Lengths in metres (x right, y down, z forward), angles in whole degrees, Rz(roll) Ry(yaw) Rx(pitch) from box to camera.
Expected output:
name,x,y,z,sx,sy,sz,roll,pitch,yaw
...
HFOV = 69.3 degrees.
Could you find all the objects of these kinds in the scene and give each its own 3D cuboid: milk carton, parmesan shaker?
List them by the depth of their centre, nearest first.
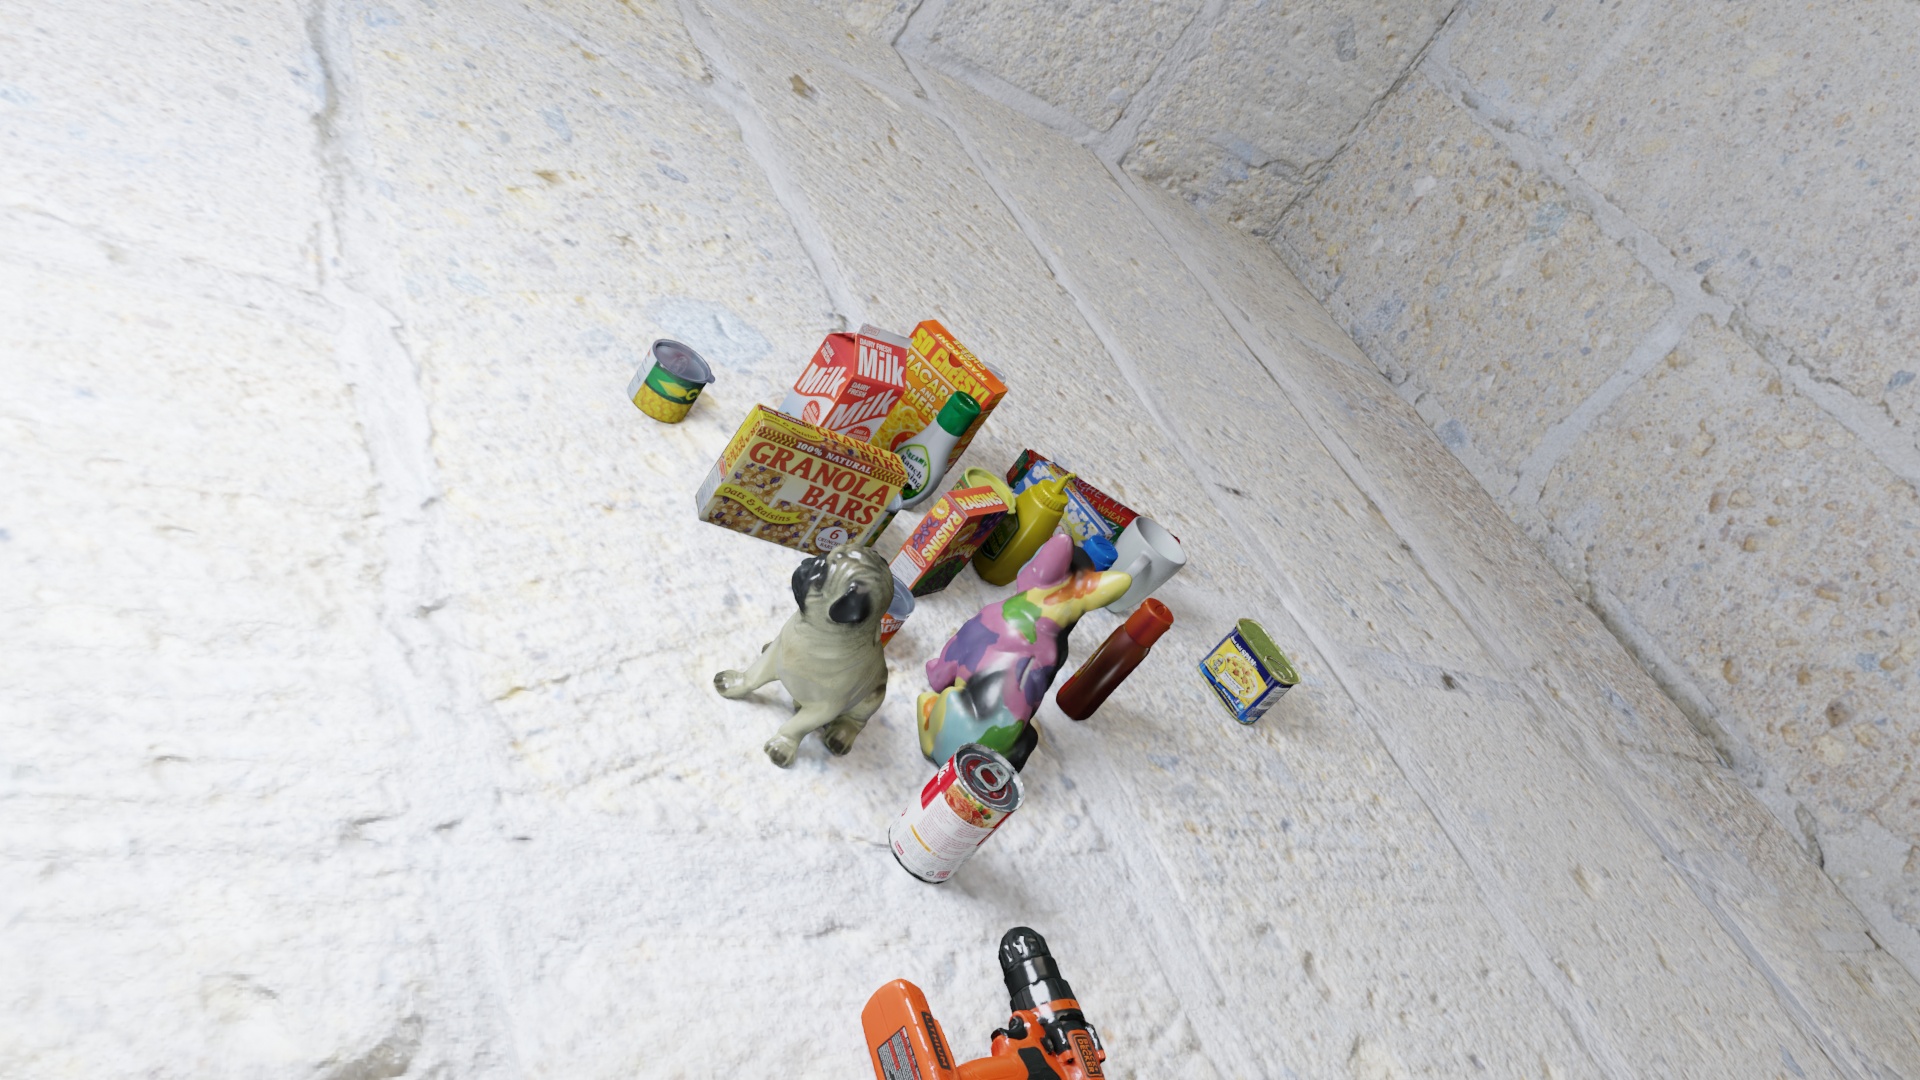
name,x,y,z,sx,sy,sz,roll,pitch,yaw
milk carton,-0.125,-0.146,1.445,0.072,0.189,0.074,12,37,-42
parmesan shaker,0.005,-0.019,1.508,0.071,0.102,0.072,30,28,-18

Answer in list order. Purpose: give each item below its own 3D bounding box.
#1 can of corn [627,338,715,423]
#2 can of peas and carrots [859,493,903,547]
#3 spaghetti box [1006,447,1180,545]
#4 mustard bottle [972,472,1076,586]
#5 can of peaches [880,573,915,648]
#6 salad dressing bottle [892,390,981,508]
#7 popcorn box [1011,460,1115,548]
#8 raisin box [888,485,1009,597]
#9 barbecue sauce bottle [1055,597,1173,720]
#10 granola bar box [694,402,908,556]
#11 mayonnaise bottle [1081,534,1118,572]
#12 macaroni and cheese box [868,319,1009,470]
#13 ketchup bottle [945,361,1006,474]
name,x,y,z,sx,sy,sz,roll,pitch,yaw
can of corn,-0.293,-0.159,1.405,0.071,0.058,0.071,30,28,-18
can of peas and carrots,-0.102,-0.034,1.448,0.071,0.058,0.071,30,28,-18
spaghetti box,0.173,-0.037,1.801,0.250,0.050,0.029,29,28,-18
mustard bottle,0.075,-0.021,1.534,0.049,0.159,0.065,19,33,-35
can of peaches,-0.085,0.068,1.313,0.071,0.057,0.071,30,28,-18
salad dressing bottle,-0.033,-0.101,1.537,0.064,0.147,0.044,46,27,14
popcorn box,0.116,-0.023,1.669,0.038,0.085,0.127,-3,48,-53
raisin box,-0.016,0.001,1.428,0.040,0.123,0.086,49,28,19
barbecue sauce bottle,0.161,0.122,1.434,0.044,0.148,0.065,44,27,10
granola bar box,-0.153,-0.052,1.340,0.165,0.123,0.039,19,33,-34
mayonnaise bottle,0.109,0.057,1.469,0.065,0.147,0.041,7,41,-47
macaroni and cheese box,-0.042,-0.148,1.578,0.124,0.165,0.040,45,27,11
ketchup bottle,-0.003,-0.146,1.642,0.065,0.148,0.044,20,32,-33
